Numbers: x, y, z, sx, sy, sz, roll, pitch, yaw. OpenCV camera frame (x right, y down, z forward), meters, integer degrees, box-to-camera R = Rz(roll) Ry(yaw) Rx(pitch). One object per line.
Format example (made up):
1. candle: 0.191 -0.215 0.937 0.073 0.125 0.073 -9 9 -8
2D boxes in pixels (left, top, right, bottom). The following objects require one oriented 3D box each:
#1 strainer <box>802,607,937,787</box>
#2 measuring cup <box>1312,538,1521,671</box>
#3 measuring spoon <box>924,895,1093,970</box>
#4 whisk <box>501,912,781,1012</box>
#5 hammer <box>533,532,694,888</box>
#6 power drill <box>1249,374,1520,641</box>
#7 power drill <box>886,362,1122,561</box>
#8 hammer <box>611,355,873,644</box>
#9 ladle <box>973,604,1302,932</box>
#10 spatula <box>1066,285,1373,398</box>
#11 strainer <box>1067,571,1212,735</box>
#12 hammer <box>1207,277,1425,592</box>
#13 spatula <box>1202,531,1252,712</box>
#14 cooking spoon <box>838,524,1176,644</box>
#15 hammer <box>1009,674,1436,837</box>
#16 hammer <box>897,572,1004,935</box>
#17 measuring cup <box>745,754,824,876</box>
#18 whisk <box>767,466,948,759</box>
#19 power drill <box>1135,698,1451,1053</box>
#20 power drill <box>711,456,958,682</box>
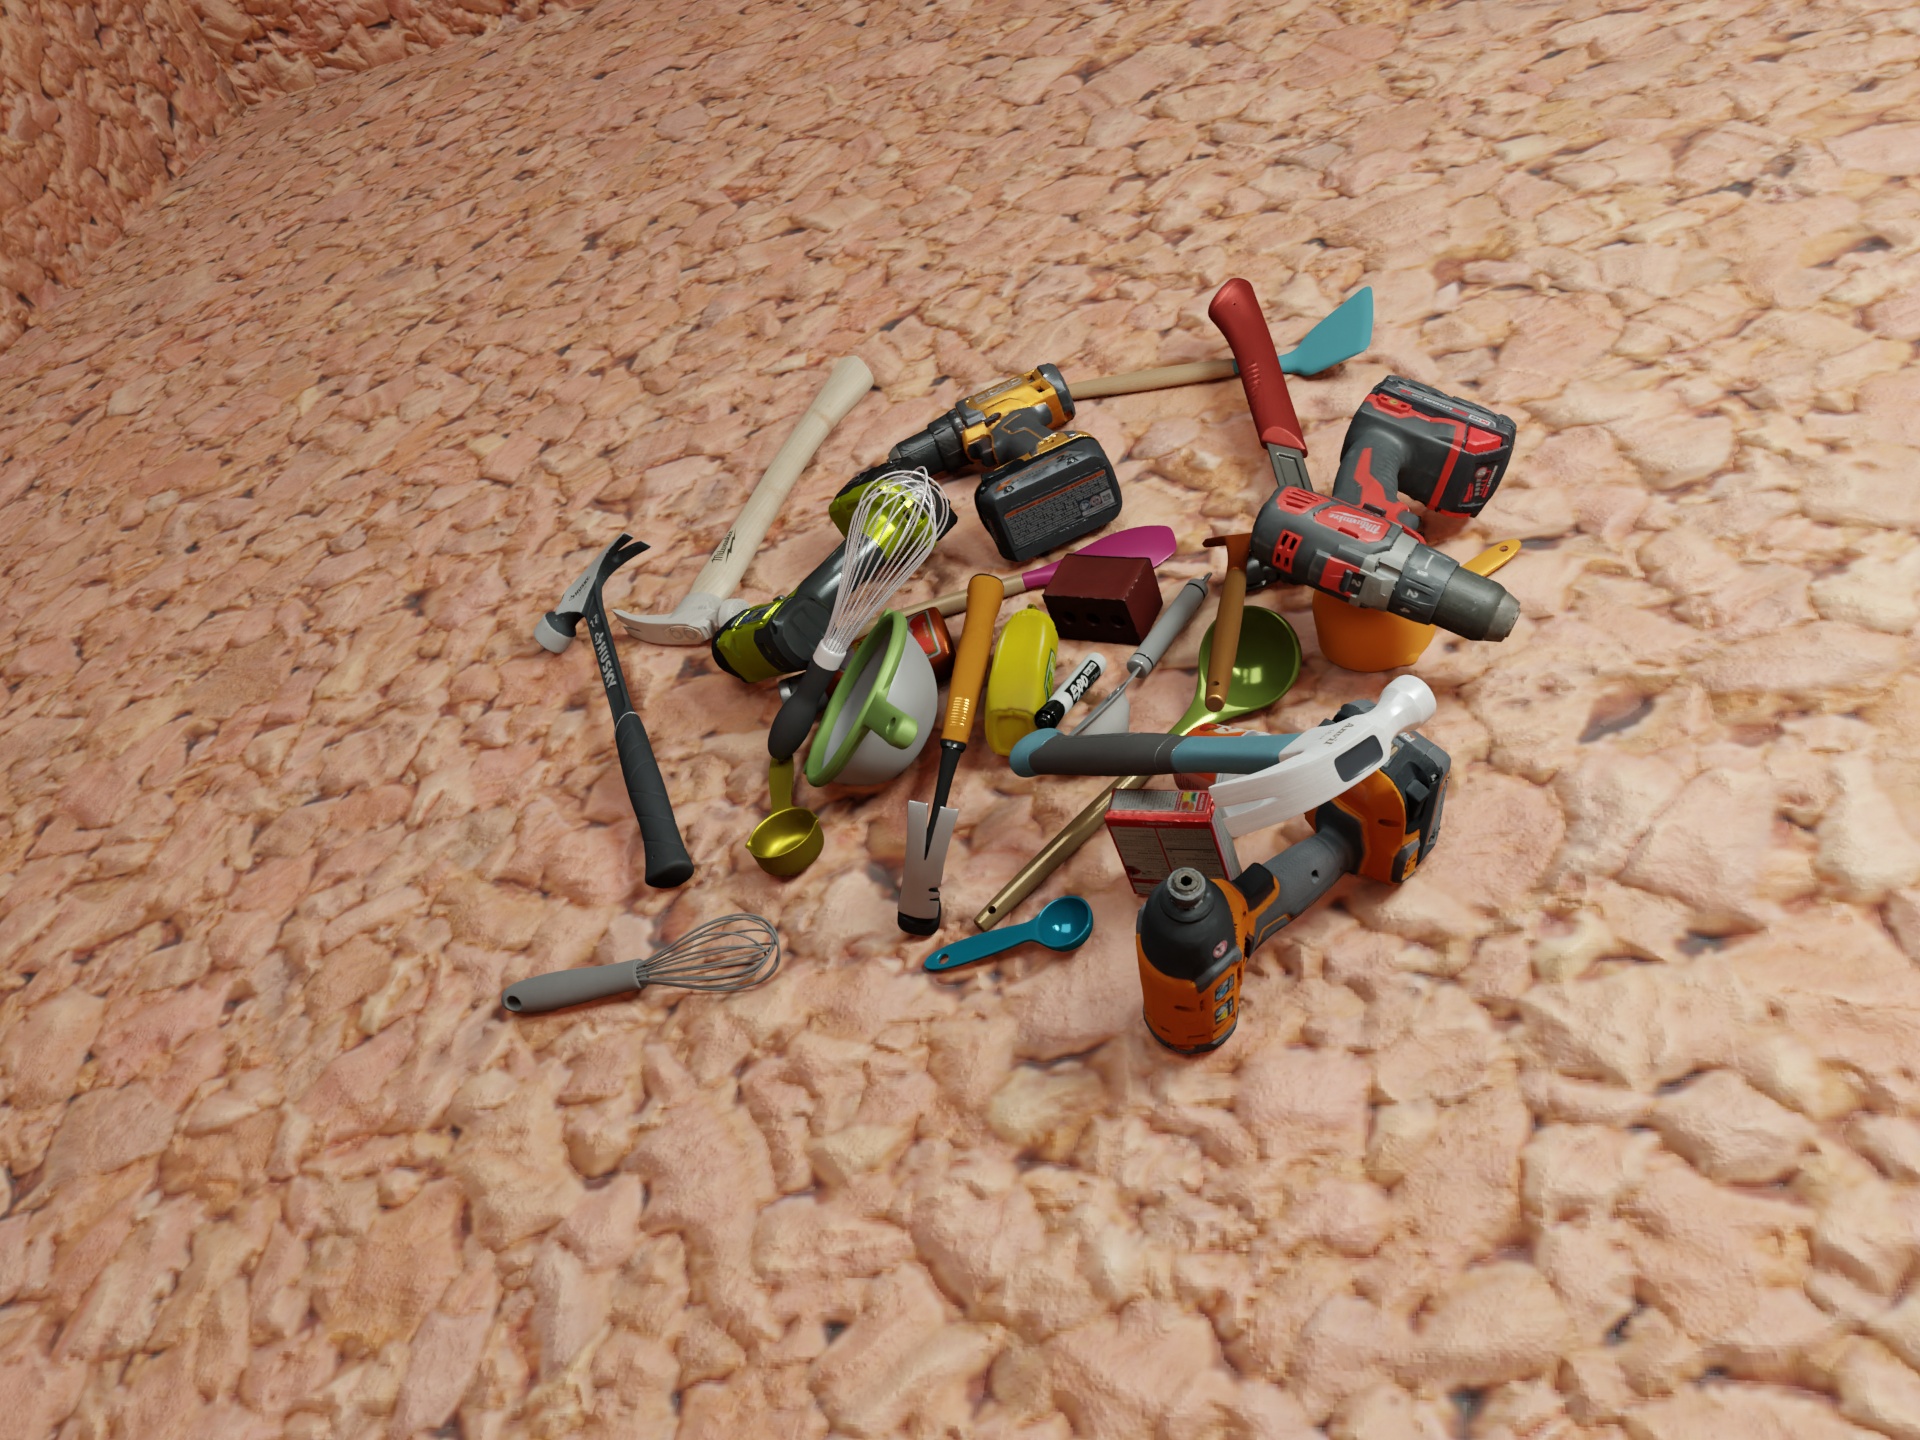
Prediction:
1. strainer: -0.045 0.002 1.188 0.151 0.069 0.256 -63 16 1
2. measuring cup: 0.342 -0.106 1.187 0.173 0.052 0.095 -31 42 -4
3. measuring spoon: 0.035 0.156 1.100 0.128 0.021 0.042 -20 41 20
4. whisk: -0.239 0.185 1.176 0.239 0.055 0.055 -14 42 18
5. hammer: -0.288 -0.008 1.376 0.149 0.036 0.409 -48 42 19
6. power drill: 0.333 -0.149 1.151 0.188 0.080 0.227 26 46 17
7. power drill: 0.035 -0.233 1.450 0.185 0.084 0.226 -24 37 2
8. hammer: -0.195 -0.229 1.588 0.146 0.038 0.411 2 48 29
9. ladle: 0.126 0.035 1.147 0.320 0.062 0.078 -42 64 -14
10. spatula: 0.228 -0.336 1.487 0.317 0.044 0.082 -5 55 23
11. strainer: 0.136 -0.036 1.226 0.258 0.050 0.087 -51 4 -33
12. hammer: 0.278 -0.260 1.358 0.149 0.036 0.359 -15 50 12
13. spatula: 0.194 -0.082 1.120 0.081 0.041 0.323 -5 28 17
14. cooking spoon: 0.030 -0.112 1.370 0.319 0.017 0.069 -16 41 9
15. hammer: 0.136 0.021 1.005 0.128 0.033 0.331 -35 16 -27
16. hammer: -0.002 -0.004 1.207 0.034 0.127 0.337 10 44 2
17. measuring cup: -0.137 0.071 1.266 0.062 0.029 0.157 -21 30 6
18. whisk: -0.089 -0.077 1.237 0.284 0.070 0.070 -59 30 30
19. power drill: 0.197 0.090 0.974 0.226 0.164 0.084 -39 56 -18
20. power drill: -0.119 -0.124 1.387 0.223 0.080 0.171 -49 22 -26
